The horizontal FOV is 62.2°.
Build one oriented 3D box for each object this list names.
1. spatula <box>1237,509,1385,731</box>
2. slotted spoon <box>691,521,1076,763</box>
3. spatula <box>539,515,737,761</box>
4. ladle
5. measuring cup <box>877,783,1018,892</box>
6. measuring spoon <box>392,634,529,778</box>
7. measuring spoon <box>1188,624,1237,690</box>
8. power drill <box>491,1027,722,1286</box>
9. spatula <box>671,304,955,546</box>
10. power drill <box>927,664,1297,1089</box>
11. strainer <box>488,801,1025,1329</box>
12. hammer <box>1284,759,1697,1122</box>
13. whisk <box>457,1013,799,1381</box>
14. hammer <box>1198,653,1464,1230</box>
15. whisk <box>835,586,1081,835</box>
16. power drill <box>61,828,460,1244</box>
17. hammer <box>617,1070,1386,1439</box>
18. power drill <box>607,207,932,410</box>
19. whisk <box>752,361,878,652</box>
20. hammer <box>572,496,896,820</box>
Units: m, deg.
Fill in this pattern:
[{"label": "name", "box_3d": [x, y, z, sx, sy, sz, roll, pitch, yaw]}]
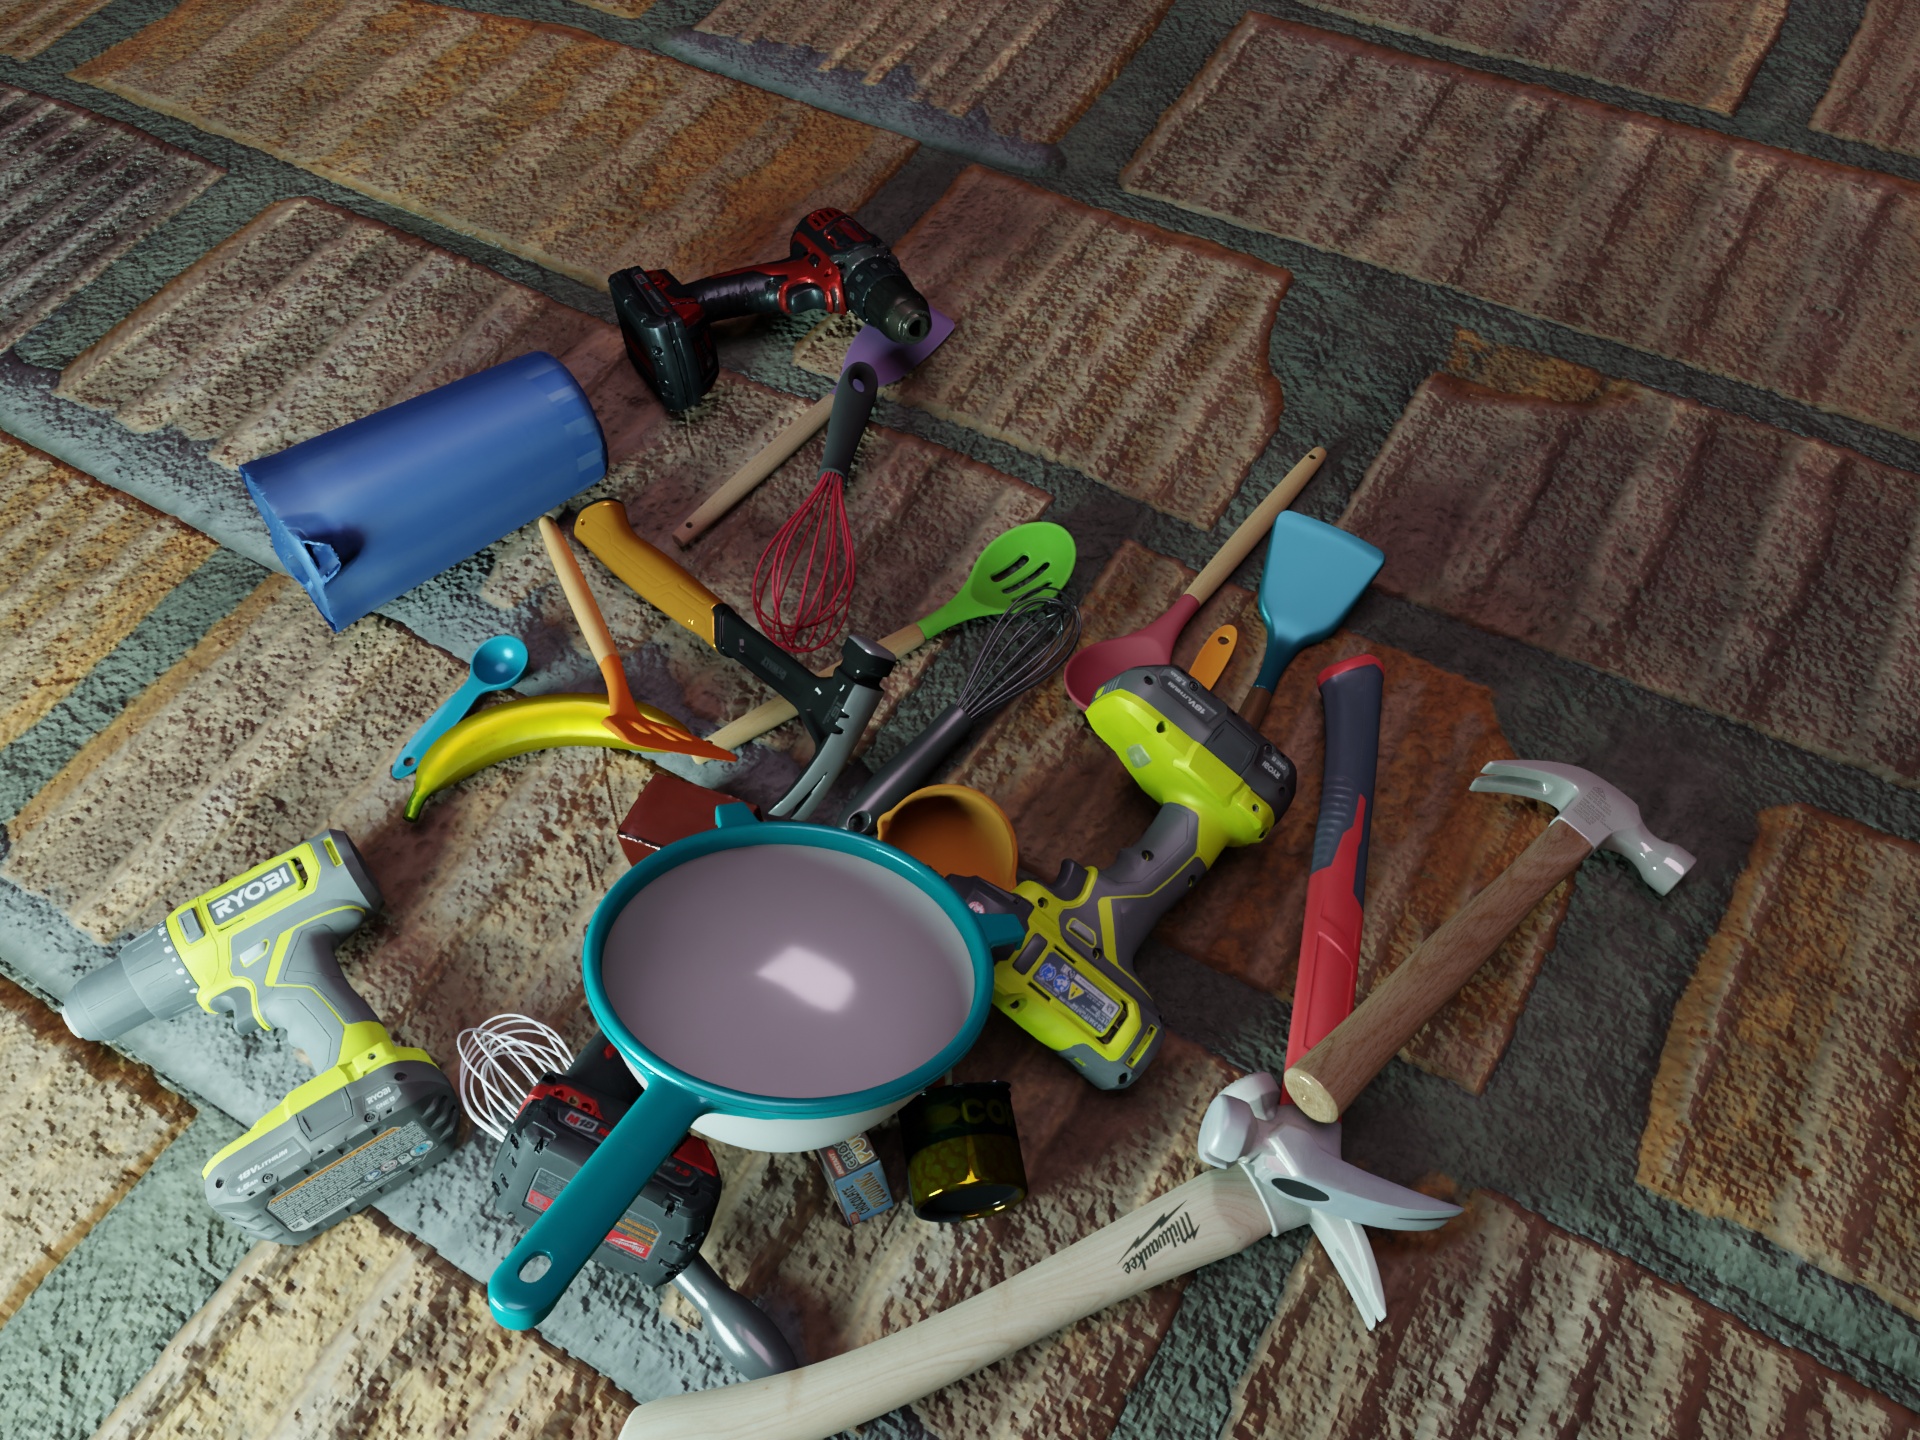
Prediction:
[{"label": "spatula", "box_3d": [0.193, -0.005, 1.067, 0.082, 0.044, 0.318, 25, 61, 9]}, {"label": "slotted spoon", "box_3d": [-0.052, -0.051, 1.125, 0.314, 0.031, 0.070, -30, 59, -14]}, {"label": "spatula", "box_3d": [-0.245, -0.061, 1.104, 0.081, 0.041, 0.323, 12, 31, -38]}, {"label": "ladle", "box_3d": [0.179, -0.103, 1.146, 0.069, 0.031, 0.315, 33, 61, 20]}, {"label": "measuring cup", "box_3d": [-0.026, 0.123, 0.995, 0.095, 0.052, 0.173, 27, 86, 8]}, {"label": "measuring spoon", "box_3d": [-0.351, -0.006, 1.121, 0.042, 0.021, 0.129, 31, 72, 21]}, {"label": "measuring spoon", "box_3d": [0.166, -0.024, 1.104, 0.021, 0.011, 0.117, 22, 56, 18]}, {"label": "power drill", "box_3d": [-0.157, 0.195, 0.900, 0.143, 0.078, 0.220, 27, 38, -3]}, {"label": "spatula", "box_3d": [-0.118, -0.240, 1.262, 0.060, 0.018, 0.316, 35, 63, 14]}, {"label": "power drill", "box_3d": [0.086, 0.081, 0.952, 0.171, 0.080, 0.223, 40, 70, -6]}, {"label": "strainer", "box_3d": [-0.119, 0.185, 0.793, 0.211, 0.095, 0.340, 21, 38, 15]}, {"label": "hammer", "box_3d": [0.298, 0.123, 0.930, 0.331, 0.031, 0.130, -32, 65, -33]}, {"label": "whisk", "box_3d": [-0.189, 0.270, 0.899, 0.285, 0.070, 0.070, 40, 66, 21]}, {"label": "hammer", "box_3d": [0.242, 0.113, 0.967, 0.143, 0.038, 0.387, 21, 51, -3]}, {"label": "whisk", "box_3d": [-0.002, -0.004, 1.078, 0.055, 0.055, 0.239, 35, 68, 24]}, {"label": "power drill", "box_3d": [-0.417, 0.191, 0.952, 0.190, 0.080, 0.229, -30, 56, -16]}, {"label": "hammer", "box_3d": [0.022, 0.325, 0.836, 0.410, 0.038, 0.146, -19, 58, -15]}, {"label": "power drill", "box_3d": [-0.148, -0.329, 1.278, 0.226, 0.080, 0.188, -24, 47, -16]}, {"label": "whisk", "box_3d": [-0.099, -0.165, 1.183, 0.073, 0.073, 0.296, 5, 53, 7]}, {"label": "hammer", "box_3d": [-0.178, -0.065, 1.101, 0.337, 0.034, 0.127, 37, 103, 38]}]
